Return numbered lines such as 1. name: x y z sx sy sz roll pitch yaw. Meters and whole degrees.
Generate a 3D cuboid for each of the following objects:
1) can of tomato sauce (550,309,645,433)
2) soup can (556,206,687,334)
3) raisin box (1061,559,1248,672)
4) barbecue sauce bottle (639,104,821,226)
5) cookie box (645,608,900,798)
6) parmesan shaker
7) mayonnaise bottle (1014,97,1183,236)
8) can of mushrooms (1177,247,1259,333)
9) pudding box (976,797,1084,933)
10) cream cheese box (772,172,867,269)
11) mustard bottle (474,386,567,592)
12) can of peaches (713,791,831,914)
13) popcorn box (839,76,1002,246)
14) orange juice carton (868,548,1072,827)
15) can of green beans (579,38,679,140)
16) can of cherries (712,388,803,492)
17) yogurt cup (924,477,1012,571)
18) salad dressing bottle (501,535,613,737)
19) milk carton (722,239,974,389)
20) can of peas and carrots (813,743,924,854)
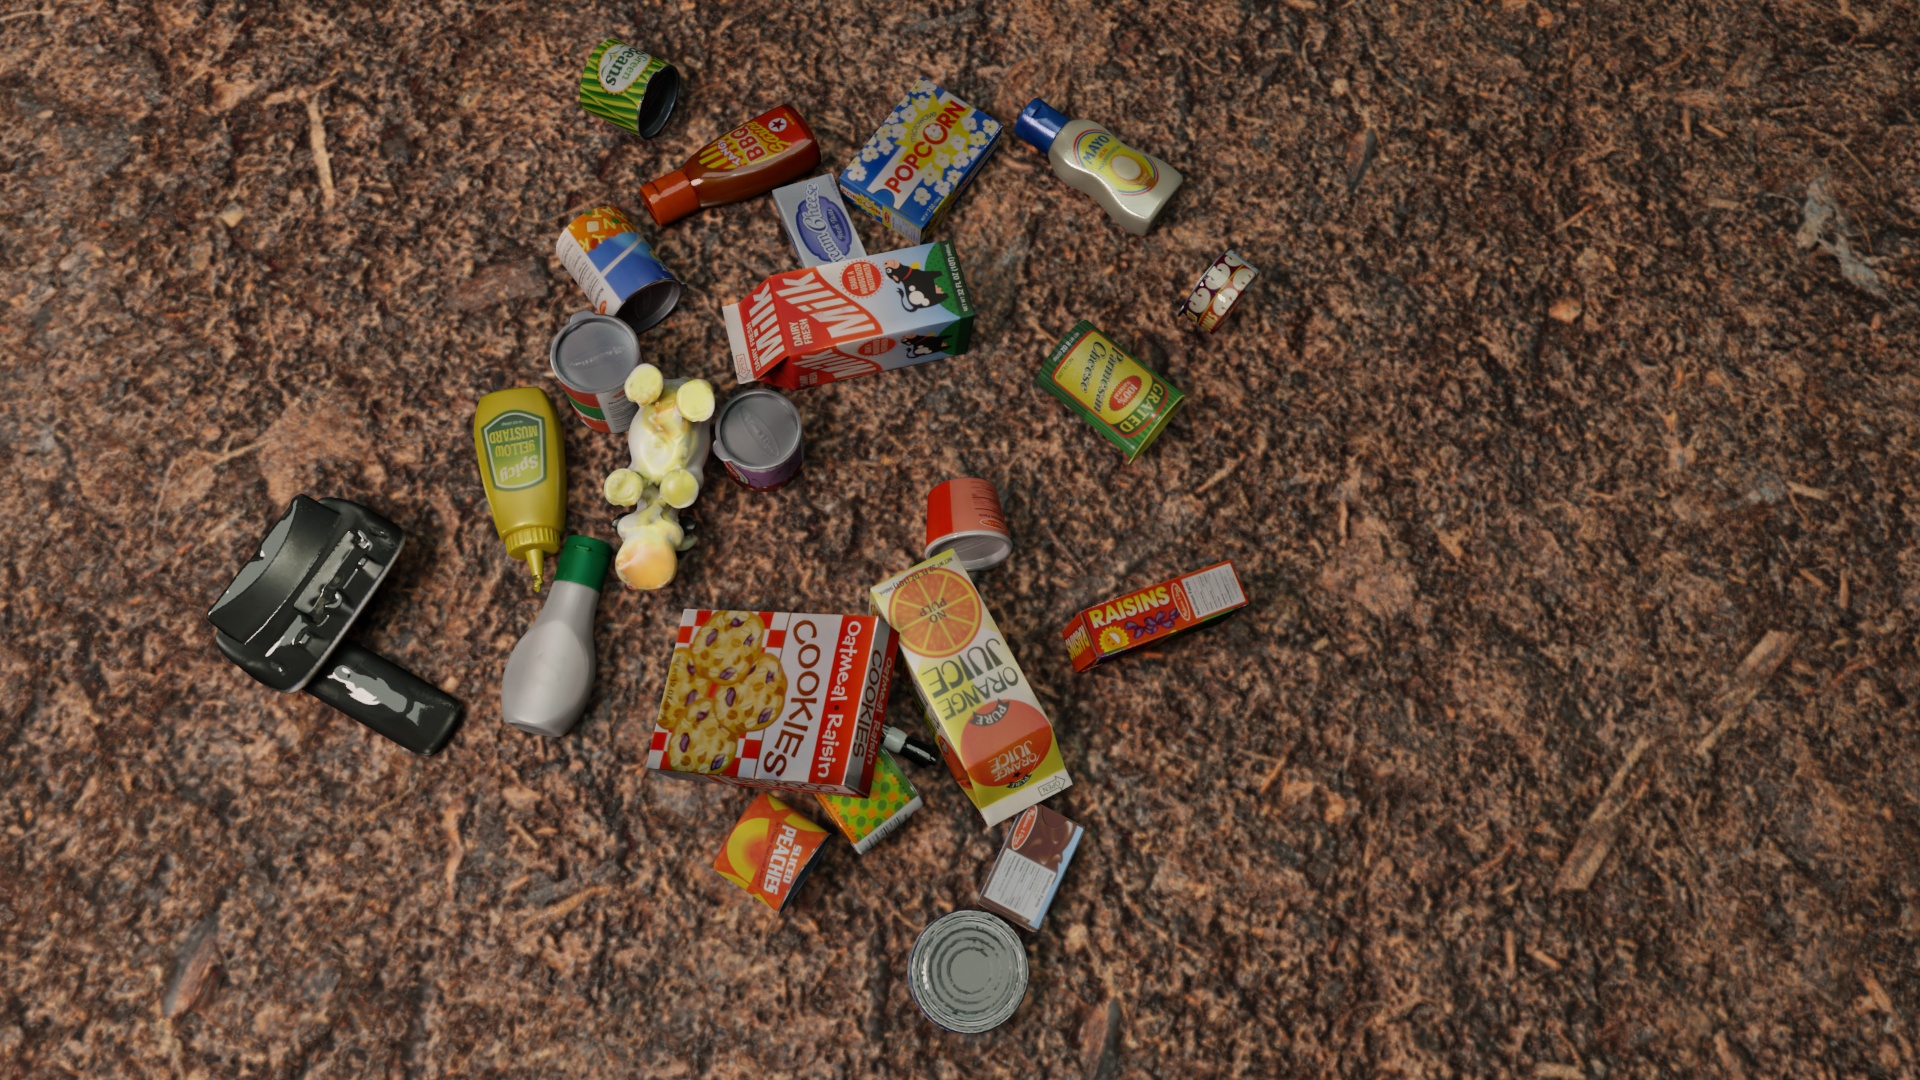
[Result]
1. can of tomato sauce: -0.278 -0.130 1.081 0.071 0.083 0.071 1 72 -4
2. soup can: -0.273 -0.218 1.120 0.071 0.071 0.084 -35 78 -14
3. raisin box: 0.145 0.059 1.051 0.123 0.086 0.040 -18 79 -10
4. barbecue sauce bottle: -0.195 -0.311 1.167 0.149 0.043 0.065 -30 61 -12
5. cookie box: -0.134 0.115 0.998 0.167 0.040 0.123 0 68 25
6. parmesan shaker: 0.118 -0.120 1.119 0.103 0.071 0.071 39 74 9
7. mayonnaise bottle: 0.116 -0.327 1.198 0.148 0.041 0.065 36 75 7
8. can of mushrooms: 0.215 -0.205 1.154 0.033 0.071 0.071 39 74 7
9. pudding box: 0.052 0.237 1.014 0.050 0.030 0.084 26 72 5
10. cream cheese box: -0.115 -0.255 1.166 0.053 0.024 0.104 -21 75 -10
11. mustard bottle: -0.332 -0.038 1.065 0.065 0.048 0.160 -12 73 -6
12. can of peaches: -0.133 0.220 0.984 0.058 0.071 0.071 32 73 7
13. popcorn box: -0.033 -0.324 1.188 0.085 0.038 0.127 33 72 5
14. orange juice carton: 0.006 0.111 1.030 0.072 0.072 0.193 -26 76 -12
15. can of green beans: -0.279 -0.381 1.173 0.058 0.071 0.071 26 72 5
16. can of cherries: -0.158 -0.076 1.086 0.071 0.058 0.071 1 73 -5
17. yogurt cup: 0.004 -0.013 1.076 0.072 0.072 0.054 -4 65 -6
18. salad dressing bottle: -0.296 0.070 1.036 0.064 0.044 0.148 12 70 -1
19. milk carton: -0.091 -0.177 1.116 0.191 0.073 0.072 -12 74 -8
20. can of peas and carrots: -0.070 0.182 1.005 0.059 0.070 0.071 -37 78 -14
